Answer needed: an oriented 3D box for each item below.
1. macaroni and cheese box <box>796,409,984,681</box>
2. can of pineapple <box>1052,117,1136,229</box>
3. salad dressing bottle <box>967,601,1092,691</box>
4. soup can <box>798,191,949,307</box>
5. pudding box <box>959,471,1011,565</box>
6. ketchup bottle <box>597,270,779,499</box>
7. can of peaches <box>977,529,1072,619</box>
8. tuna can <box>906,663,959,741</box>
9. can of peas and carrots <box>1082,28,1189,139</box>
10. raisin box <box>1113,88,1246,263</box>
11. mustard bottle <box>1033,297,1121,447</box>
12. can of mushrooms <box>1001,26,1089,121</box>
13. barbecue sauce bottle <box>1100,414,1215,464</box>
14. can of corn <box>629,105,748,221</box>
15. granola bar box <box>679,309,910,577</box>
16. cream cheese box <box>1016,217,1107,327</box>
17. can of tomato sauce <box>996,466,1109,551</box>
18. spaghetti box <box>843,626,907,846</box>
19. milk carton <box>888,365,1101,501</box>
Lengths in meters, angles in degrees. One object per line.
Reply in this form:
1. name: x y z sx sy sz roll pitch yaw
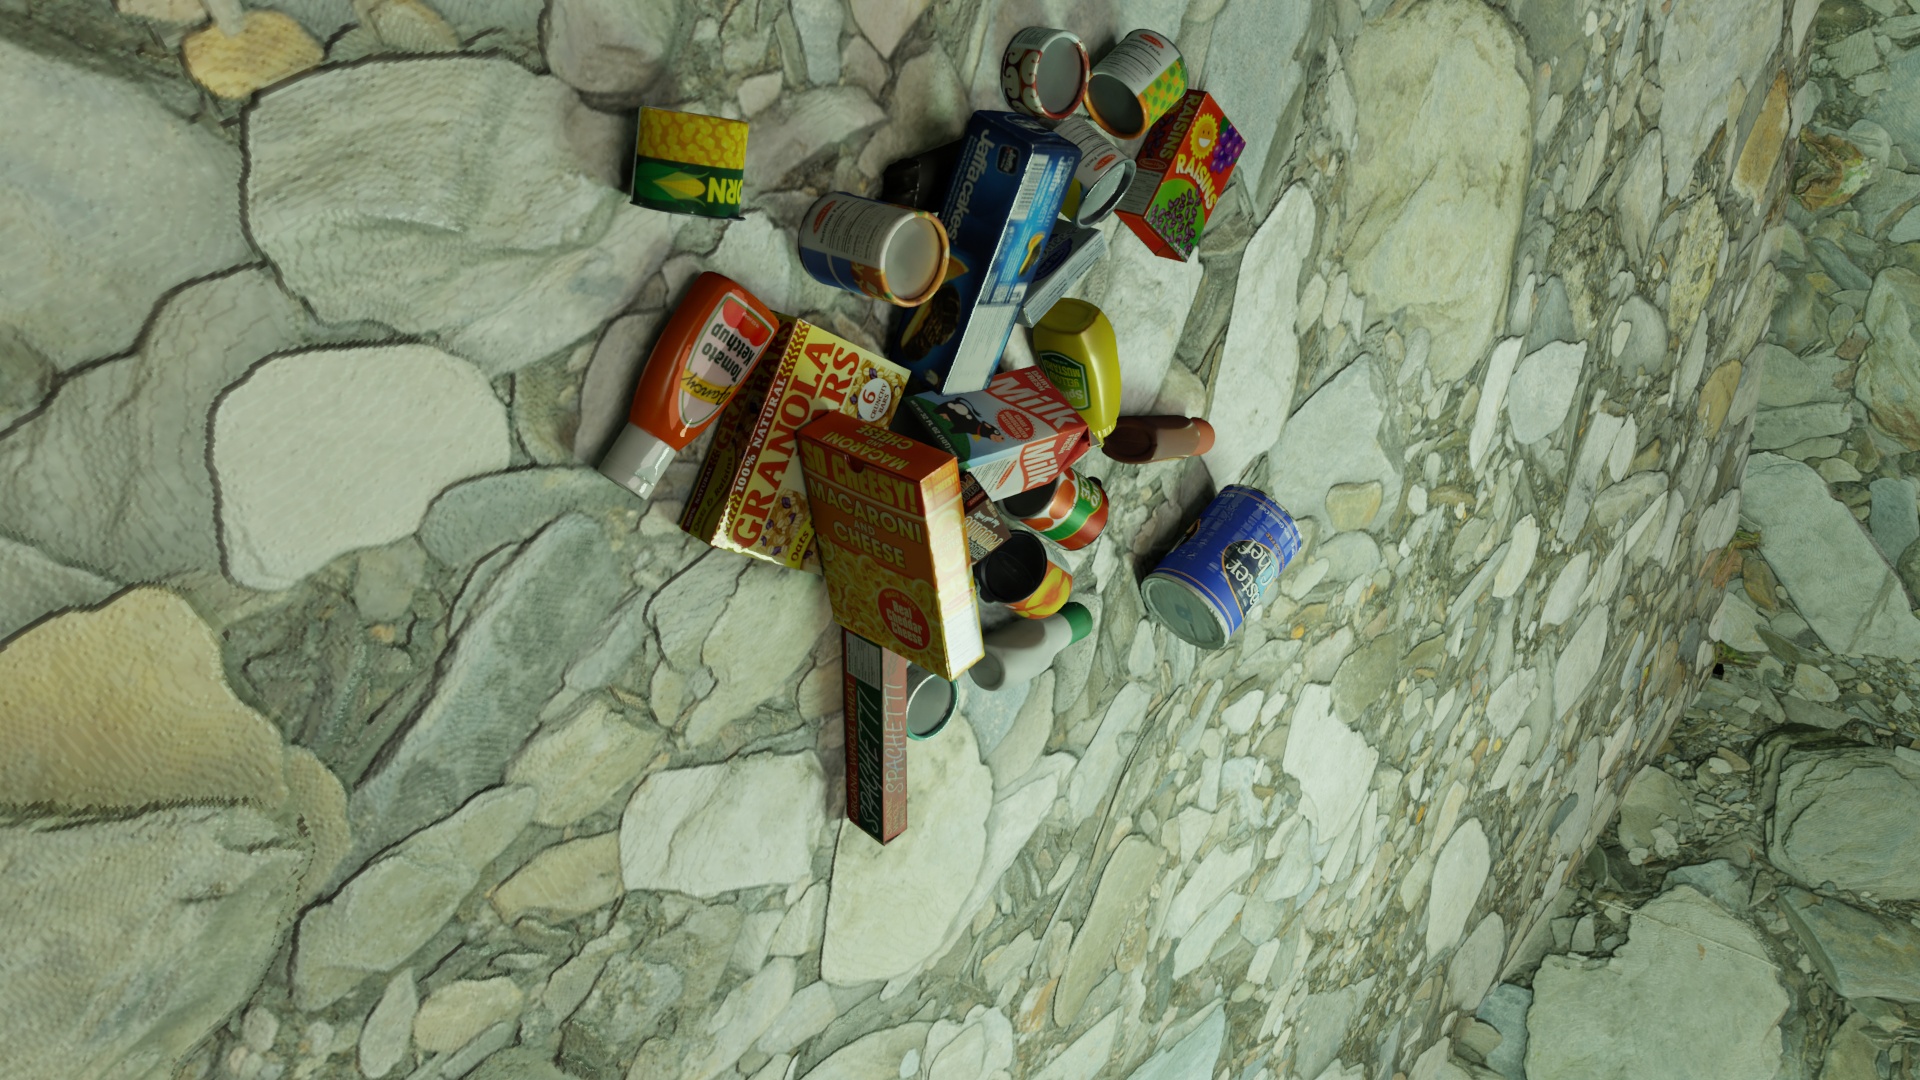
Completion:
1. macaroni and cheese box: -0.048 0.004 0.969 0.040 0.124 0.165 -35 132 -34
2. can of pineapple: 0.093 -0.286 1.085 0.071 0.058 0.070 -41 164 -14
3. salad dressing bottle: 0.066 0.092 1.252 0.148 0.064 0.044 -22 114 -49
4. soup can: -0.057 -0.199 0.956 0.071 0.084 0.071 -24 125 -40
5. pudding box: 0.004 -0.013 1.044 0.050 0.030 0.083 -37 155 -2
6. ketchup bottle: -0.180 -0.098 0.901 0.149 0.043 0.064 -59 140 -8
7. can of peaches: 0.055 0.032 1.201 0.058 0.071 0.071 32 84 -57
8. tuna can: -0.033 0.136 1.181 0.071 0.033 0.070 -23 123 -39
9. can of peas and carrots: 0.139 -0.362 1.110 0.059 0.071 0.070 -47 136 -21
10. raisin box: 0.192 -0.318 1.210 0.086 0.040 0.123 29 87 -49
11. mustard bottle: 0.107 -0.133 1.186 0.049 0.065 0.159 -49 141 -26
12. can of mushrooms: 0.066 -0.353 1.058 0.071 0.033 0.070 -23 124 -40
13. barbecue sauce bottle: 0.192 -0.096 1.301 0.149 0.065 0.043 -9 106 -55
14. can of corn: -0.161 -0.227 0.838 0.071 0.071 0.058 -8 113 -46
15. granola bar box: -0.116 -0.066 0.989 0.124 0.039 0.165 19 94 -51
16. cream cheese box: 0.065 -0.215 1.107 0.104 0.053 0.024 -47 138 -21
17. can of tomato sauce: 0.081 -0.036 1.199 0.083 0.071 0.071 28 87 -50
18. spaghetti box: -0.069 0.132 1.127 0.029 0.050 0.248 -22 123 -39
19. milk carton: 0.030 -0.082 1.098 0.191 0.072 0.073 -18 152 -41
